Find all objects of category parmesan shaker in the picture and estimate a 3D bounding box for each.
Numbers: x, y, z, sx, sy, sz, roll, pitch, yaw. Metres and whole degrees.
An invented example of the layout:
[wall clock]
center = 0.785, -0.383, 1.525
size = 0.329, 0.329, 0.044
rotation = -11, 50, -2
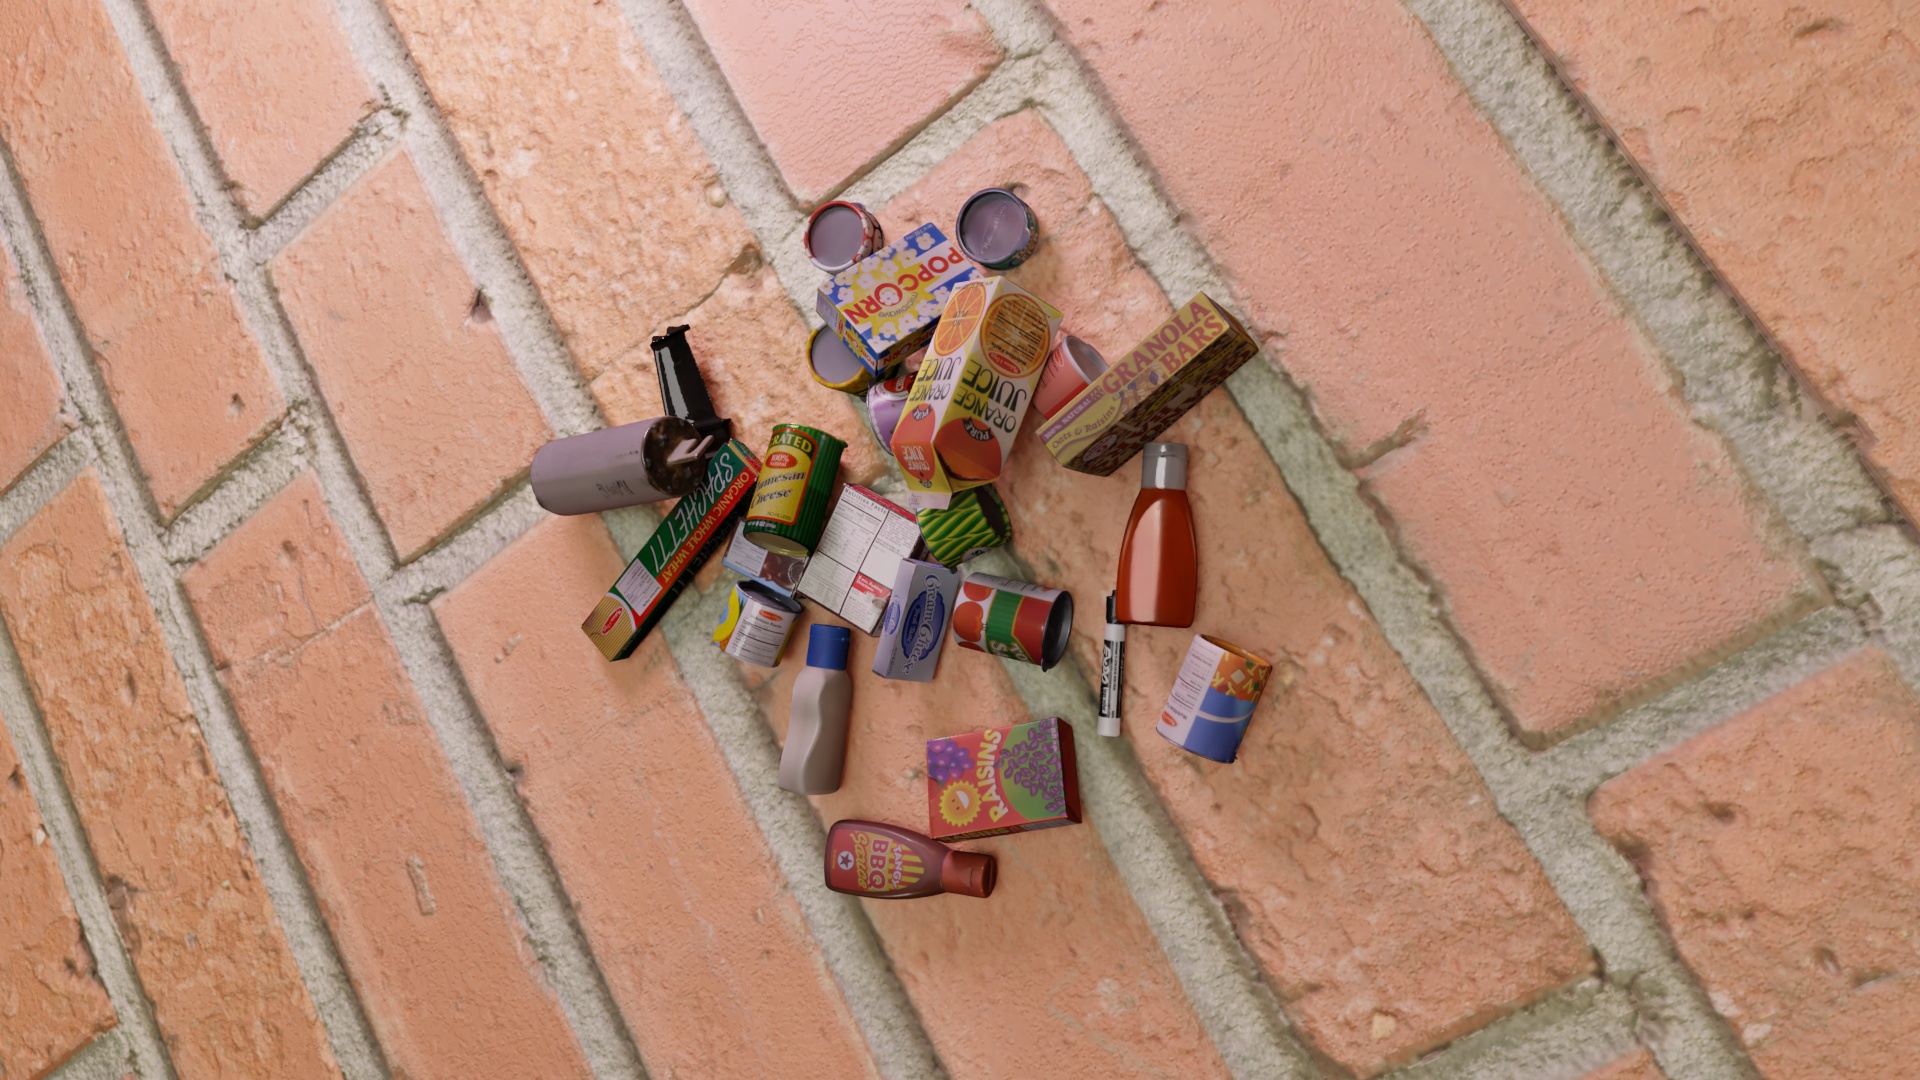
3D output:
[parmesan shaker]
center = -0.145, -0.044, 1.227
size = 0.071, 0.071, 0.103
rotation = 6, 71, 22

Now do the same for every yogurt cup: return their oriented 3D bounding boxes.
[yogurt cup]
center = 0.091, -0.128, 1.151
size = 0.053, 0.072, 0.072
rotation = -40, 74, 25

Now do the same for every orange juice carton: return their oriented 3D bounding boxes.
[orange juice carton]
center = 0.006, -0.114, 1.137
size = 0.072, 0.073, 0.193
rotation = 7, 73, 59

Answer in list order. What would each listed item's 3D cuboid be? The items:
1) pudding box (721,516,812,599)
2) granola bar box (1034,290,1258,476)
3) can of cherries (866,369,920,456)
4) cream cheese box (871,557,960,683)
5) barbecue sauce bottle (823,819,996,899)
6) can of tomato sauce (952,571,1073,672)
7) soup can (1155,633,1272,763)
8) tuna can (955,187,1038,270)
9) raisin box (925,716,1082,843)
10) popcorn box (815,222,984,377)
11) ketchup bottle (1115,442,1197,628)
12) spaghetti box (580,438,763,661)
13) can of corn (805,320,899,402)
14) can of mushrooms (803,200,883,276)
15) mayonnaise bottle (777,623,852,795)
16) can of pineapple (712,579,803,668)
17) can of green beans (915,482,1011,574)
[pudding box]
center = -0.173, 0.016, 1.272
size = 0.084, 0.030, 0.049
rotation = 24, 96, 21
[granola bar box]
center = 0.150, -0.118, 1.093
size = 0.165, 0.124, 0.039
rotation = -40, 75, 17
[can of cherries]
center = -0.041, -0.114, 1.201
size = 0.058, 0.071, 0.071
rotation = -15, 83, 21
[cream cheese box]
center = -0.038, 0.070, 1.200
size = 0.024, 0.053, 0.103
rotation = 20, 96, 49
[barbecue sauce bottle]
center = -0.043, 0.281, 1.202
size = 0.148, 0.043, 0.065
rotation = 3, 84, 22
[can of tomato sauce]
center = 0.043, 0.068, 1.161
size = 0.083, 0.071, 0.071
rotation = 12, 93, 23
[soup can]
center = 0.203, 0.125, 1.096
size = 0.071, 0.071, 0.083
rotation = 24, 97, 21
[tuna can]
center = 0.034, -0.266, 1.195
size = 0.071, 0.033, 0.071
rotation = -1, 88, 23
[raisin box]
center = 0.034, 0.202, 1.163
size = 0.123, 0.040, 0.086
rotation = -13, 66, 22
[popcorn box]
center = -0.048, -0.208, 1.189
size = 0.127, 0.038, 0.085
rotation = -35, 73, -21
[ketchup bottle]
center = 0.162, -0.004, 1.126
size = 0.065, 0.043, 0.148
rotation = 4, 89, 2
[spaghetti box]
center = -0.267, 0.012, 1.303
size = 0.050, 0.029, 0.249
rotation = 47, 109, 16
[can of corn]
center = -0.096, -0.160, 1.231
size = 0.071, 0.058, 0.071
rotation = -1, 88, 23
[can of mushrooms]
center = -0.106, -0.273, 1.253
size = 0.071, 0.033, 0.071
rotation = -1, 88, 23
[mayonnaise bottle]
center = -0.125, 0.149, 1.233
size = 0.041, 0.065, 0.148
rotation = 5, 86, 30
[can of pineapple]
center = -0.183, 0.075, 1.257
size = 0.071, 0.071, 0.057
rotation = 28, 99, 21
[can of green beans]
center = 0.003, -0.017, 1.181
size = 0.057, 0.071, 0.071
rotation = -25, 79, 20
